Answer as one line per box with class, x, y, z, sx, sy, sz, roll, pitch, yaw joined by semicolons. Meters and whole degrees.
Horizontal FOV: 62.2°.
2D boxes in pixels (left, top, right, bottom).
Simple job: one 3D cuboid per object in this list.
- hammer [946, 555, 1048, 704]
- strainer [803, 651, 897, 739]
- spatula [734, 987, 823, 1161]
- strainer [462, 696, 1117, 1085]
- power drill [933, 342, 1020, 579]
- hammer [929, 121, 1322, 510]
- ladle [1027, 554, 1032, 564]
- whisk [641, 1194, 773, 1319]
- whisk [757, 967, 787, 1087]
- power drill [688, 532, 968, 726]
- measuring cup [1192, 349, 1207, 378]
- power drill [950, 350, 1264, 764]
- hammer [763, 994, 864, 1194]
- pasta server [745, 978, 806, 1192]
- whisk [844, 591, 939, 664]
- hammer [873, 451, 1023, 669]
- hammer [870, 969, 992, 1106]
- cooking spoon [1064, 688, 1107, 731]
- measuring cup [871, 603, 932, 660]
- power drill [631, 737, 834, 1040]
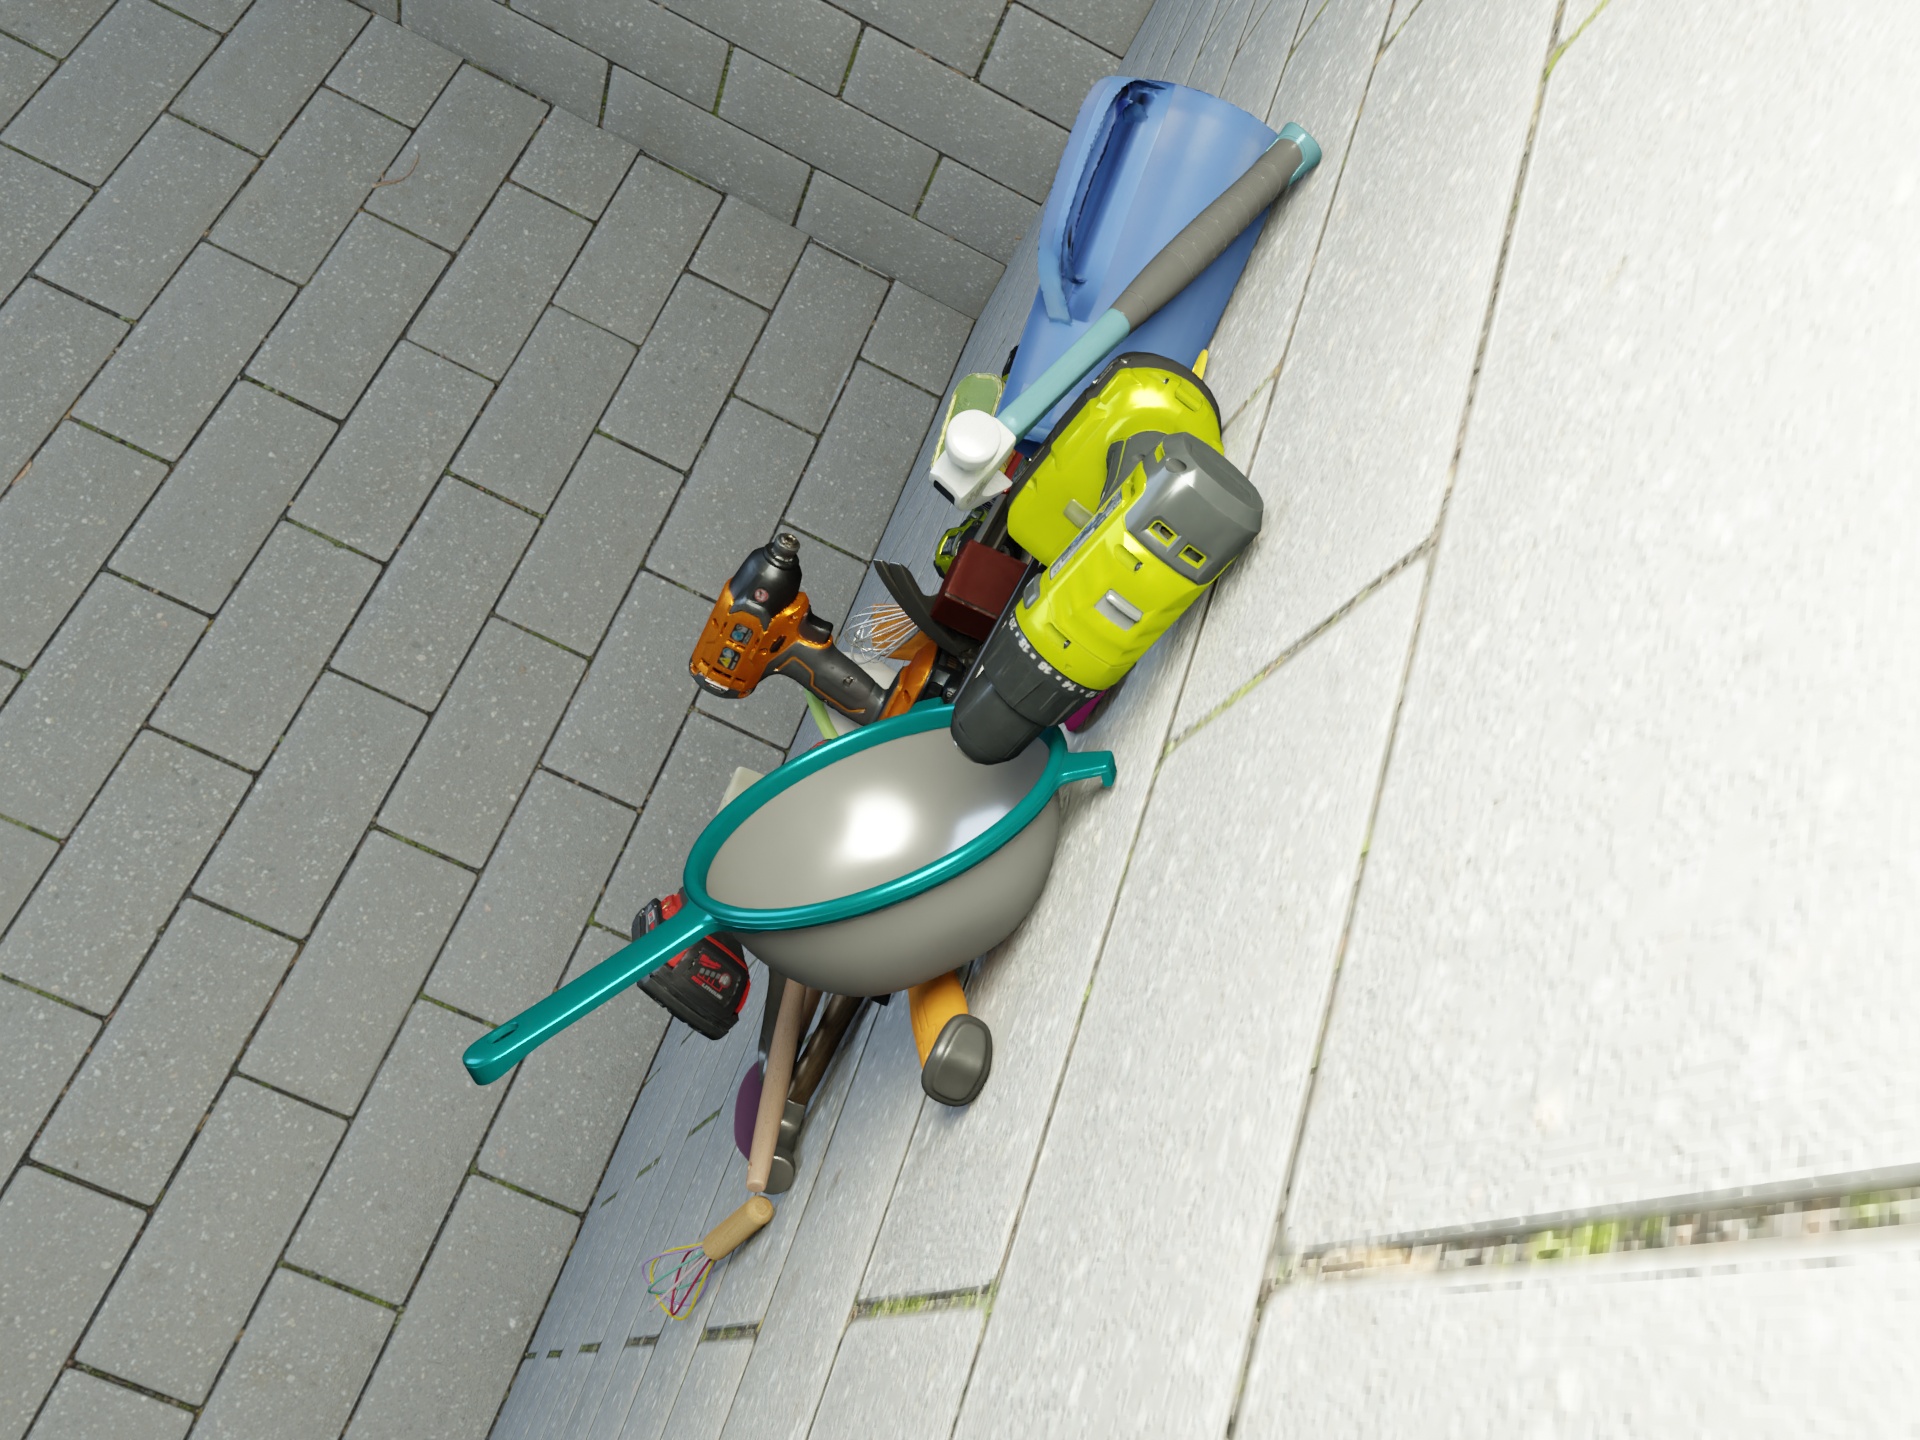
hammer;-0.002;-0.003;1.058;0.335;0.035;0.146;-60;-4;-5
strainer;-0.076;0.022;1.486;0.069;0.151;0.257;-29;41;14
spatula;-0.134;0.249;1.316;0.018;0.059;0.316;-26;21;22
strainer;-0.082;0.110;0.815;0.340;0.095;0.211;-32;24;-22
power drill;0.050;-0.226;1.441;0.171;0.080;0.223;-157;89;-78
hammer;0.102;-0.243;0.938;0.331;0.033;0.128;-46;-3;-14
ladle;0.106;-0.245;1.218;0.078;0.062;0.320;-84;19;-67
whisk;-0.193;0.413;1.223;0.245;0.051;0.047;-50;38;47
whisk;-0.139;0.183;1.256;0.073;0.073;0.296;-60;16;27
power drill;-0.101;-0.057;1.346;0.164;0.226;0.084;-58;11;36
measuring cup;0.120;-0.171;0.996;0.062;0.029;0.156;141;151;-71
power drill;0.070;-0.089;0.831;0.190;0.080;0.229;-48;15;26
hammer;-0.069;0.176;1.154;0.331;0.031;0.130;-63;9;11
pasta server;-0.115;0.208;1.153;0.060;0.040;0.316;-58;15;35
whisk;-0.025;-0.098;1.417;0.246;0.057;0.059;-19;50;49
hammer;0.057;-0.222;1.291;0.037;0.149;0.359;13;67;41
hammer;-0.022;0.153;0.924;0.127;0.034;0.337;-63;9;5
cooking spoon;0.048;-0.008;1.013;0.069;0.017;0.319;-66;9;-15
measuring cup;-0.023;-0.078;1.511;0.174;0.095;0.052;21;107;60
power drill;-0.135;0.127;1.170;0.226;0.080;0.188;-45;25;5
